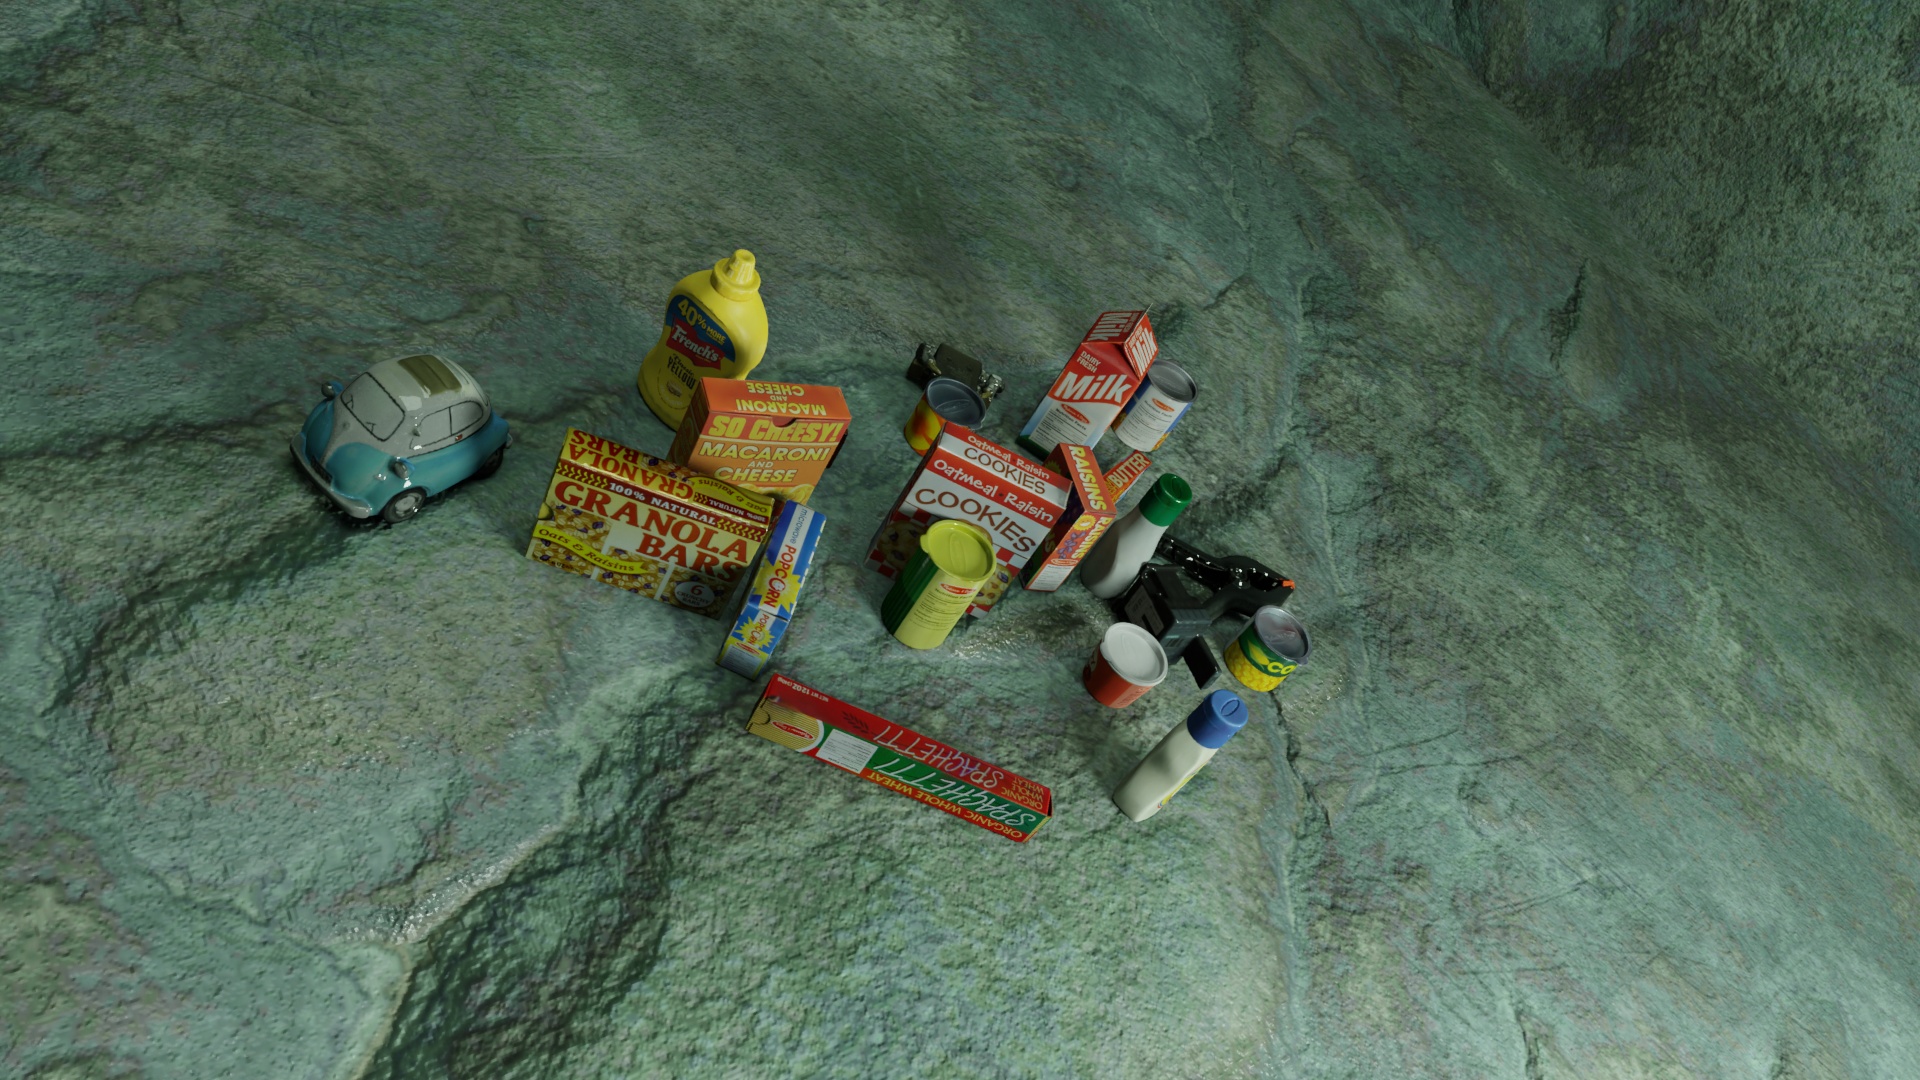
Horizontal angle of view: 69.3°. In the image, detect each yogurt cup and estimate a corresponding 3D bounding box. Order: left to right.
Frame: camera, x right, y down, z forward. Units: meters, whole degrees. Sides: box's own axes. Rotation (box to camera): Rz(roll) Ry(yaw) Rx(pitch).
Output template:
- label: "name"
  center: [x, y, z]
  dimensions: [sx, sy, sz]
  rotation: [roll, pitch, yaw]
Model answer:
- label: "yogurt cup"
  center: [0.148, 0.117, 1.275]
  dimensions: [0.072, 0.053, 0.073]
  rotation: [17, 45, -18]

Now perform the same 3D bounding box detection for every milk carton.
- label: "milk carton"
  center: [0.138, -0.161, 1.422]
  dimensions: [0.073, 0.189, 0.073]
  rotation: [34, 42, -1]

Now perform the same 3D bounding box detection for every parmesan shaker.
- label: "parmesan shaker"
  center: [-0.023, 0.039, 1.204]
  dimensions: [0.071, 0.102, 0.072]
  rotation: [17, 45, -18]

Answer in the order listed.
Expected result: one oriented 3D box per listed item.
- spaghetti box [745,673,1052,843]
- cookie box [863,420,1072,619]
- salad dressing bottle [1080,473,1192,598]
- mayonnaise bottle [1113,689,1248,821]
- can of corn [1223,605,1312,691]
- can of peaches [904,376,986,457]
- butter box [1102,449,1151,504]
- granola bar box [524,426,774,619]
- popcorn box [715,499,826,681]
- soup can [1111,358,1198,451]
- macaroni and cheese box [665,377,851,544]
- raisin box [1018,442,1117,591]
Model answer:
- label: "spaghetti box"
  center: [-0.046, 0.175, 1.103]
  dimensions: [0.250, 0.050, 0.029]
  rotation: [24, 43, -11]
- label: "cookie box"
  center: [0.004, -0.015, 1.222]
  dimensions: [0.123, 0.166, 0.040]
  rotation: [25, 43, -10]
- label: "salad dressing bottle"
  center: [0.168, -0.004, 1.329]
  dimensions: [0.044, 0.146, 0.064]
  rotation: [18, 45, -18]
- label: "mayonnaise bottle"
  center: [0.187, 0.180, 1.171]
  dimensions: [0.041, 0.147, 0.065]
  rotation: [47, 43, 13]
- label: "can of corn"
  center: [0.305, 0.110, 1.376]
  dimensions: [0.071, 0.058, 0.071]
  rotation: [17, 45, -18]
- label: "can of peaches"
  center: [-0.015, -0.118, 1.386]
  dimensions: [0.071, 0.057, 0.071]
  rotation: [17, 45, -18]
- label: "butter box"
  center: [0.154, -0.052, 1.435]
  dimensions: [0.024, 0.052, 0.104]
  rotation: [43, 43, 9]
- label: "granola bar box"
  center: [-0.246, -0.010, 1.093]
  dimensions: [0.165, 0.123, 0.039]
  rotation: [20, 44, -16]
- label: "popcorn box"
  center: [-0.154, 0.039, 1.135]
  dimensions: [0.038, 0.084, 0.127]
  rotation: [25, 43, -10]
- label: "soup can"
  center: [0.215, -0.151, 1.540]
  dimensions: [0.071, 0.083, 0.072]
  rotation: [17, 45, -18]
- label: "macaroni and cheese box"
  center: [-0.178, -0.061, 1.151]
  dimensions: [0.124, 0.165, 0.040]
  rotation: [1, 52, -32]
- label: "raisin box"
  center: [0.092, -0.021, 1.315]
  dimensions: [0.040, 0.122, 0.086]
  rotation: [5, 50, -29]
